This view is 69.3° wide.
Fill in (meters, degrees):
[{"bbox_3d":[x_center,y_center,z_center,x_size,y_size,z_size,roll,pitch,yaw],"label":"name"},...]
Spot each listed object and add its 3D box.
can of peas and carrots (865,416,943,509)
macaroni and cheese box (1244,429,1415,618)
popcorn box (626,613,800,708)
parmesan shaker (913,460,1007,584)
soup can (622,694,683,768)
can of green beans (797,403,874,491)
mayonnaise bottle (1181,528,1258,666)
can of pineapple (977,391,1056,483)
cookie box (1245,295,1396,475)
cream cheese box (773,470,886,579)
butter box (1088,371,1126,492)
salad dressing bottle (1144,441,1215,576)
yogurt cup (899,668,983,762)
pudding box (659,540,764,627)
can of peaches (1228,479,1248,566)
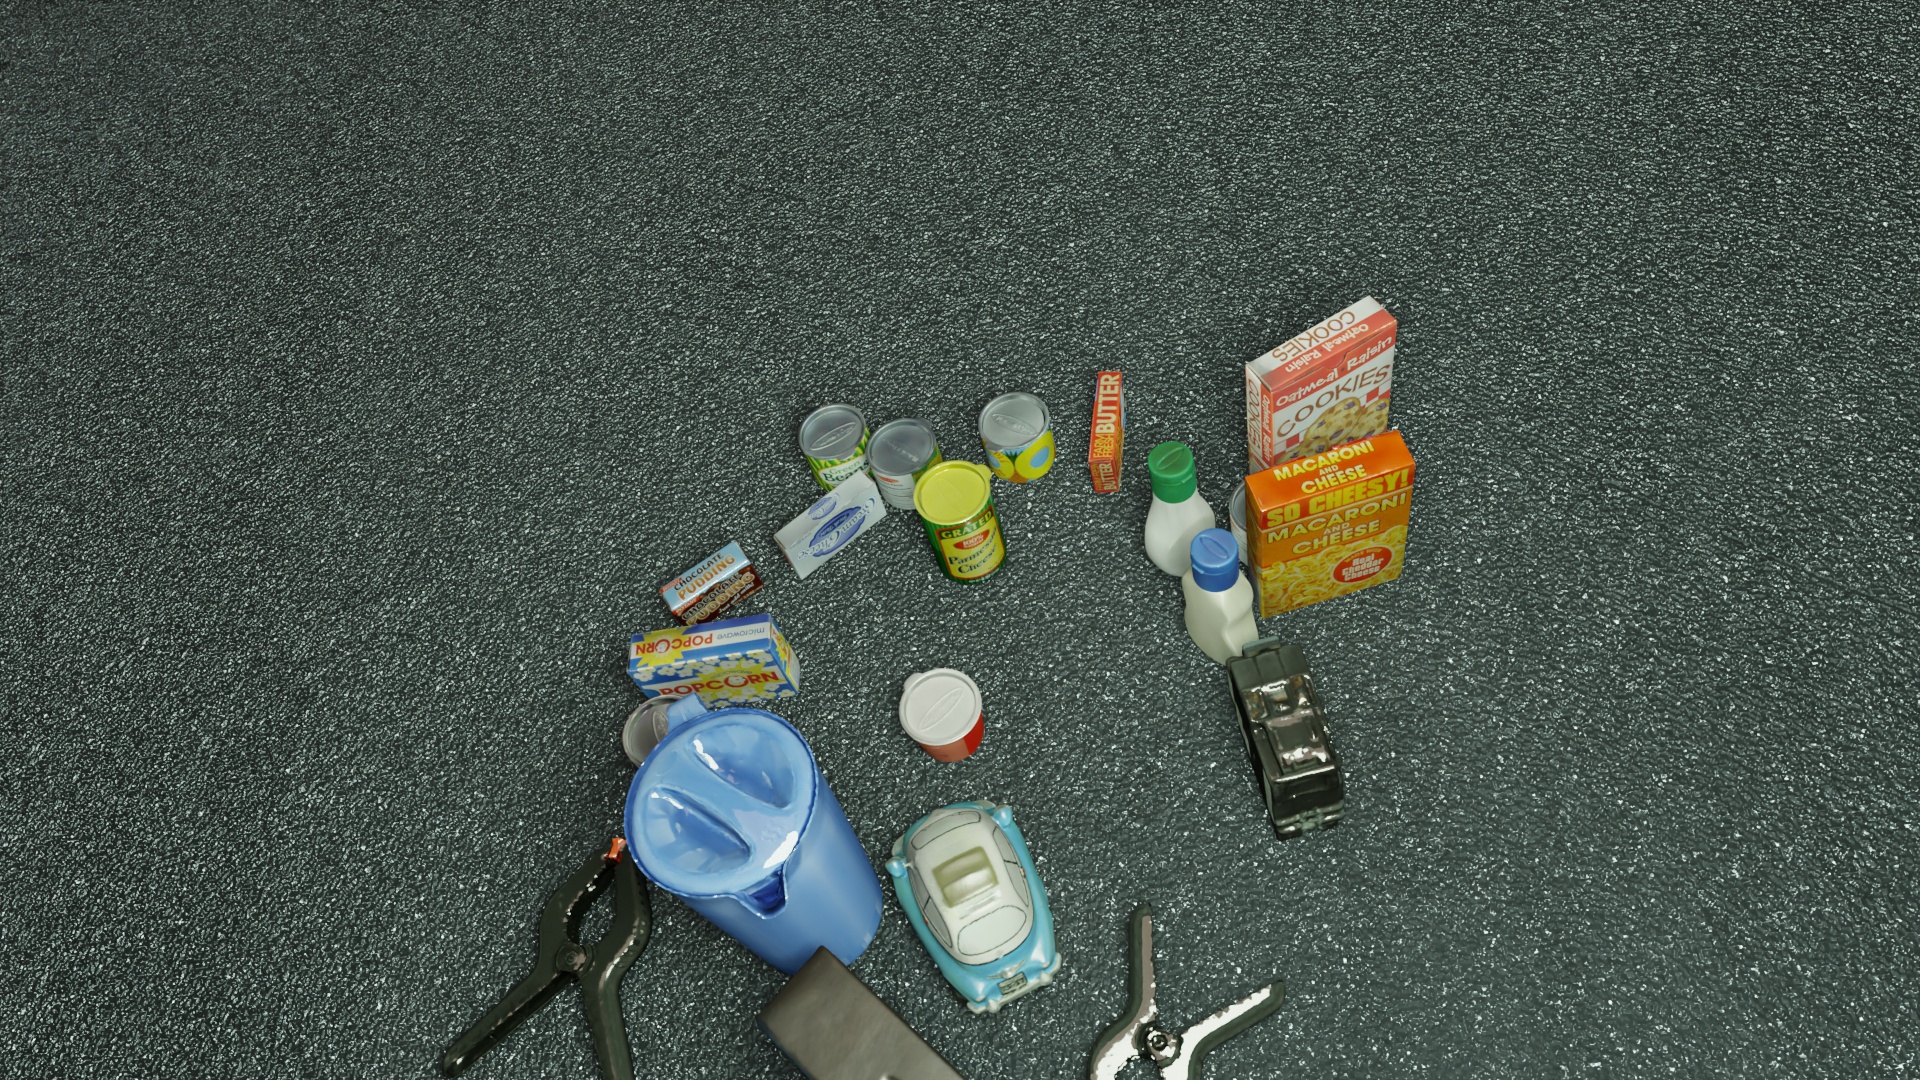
[{"bbox_3d":[-0.048,-0.073,1.295,0.071,0.058,0.071,-6,56,9],"label":"can of peas and carrots"},{"bbox_3d":[0.292,-0.010,1.111,0.124,0.165,0.040,-17,55,1],"label":"macaroni and cheese box"},{"bbox_3d":[-0.210,0.108,1.195,0.127,0.085,0.038,-9,56,7],"label":"popcorn box"},{"bbox_3d":[0.004,-0.015,1.218,0.071,0.102,0.071,-6,56,9],"label":"parmesan shaker"},{"bbox_3d":[-0.232,0.175,1.156,0.071,0.083,0.072,-6,56,9],"label":"soup can"},{"bbox_3d":[-0.115,-0.087,1.320,0.071,0.057,0.071,-6,56,9],"label":"can of green beans"},{"bbox_3d":[0.205,0.044,1.105,0.041,0.147,0.065,-40,58,-14],"label":"mayonnaise bottle"},{"bbox_3d":[0.052,-0.094,1.287,0.071,0.057,0.071,-6,56,9],"label":"can of pineapple"},{"bbox_3d":[0.305,-0.114,1.176,0.123,0.166,0.040,-30,56,-7],"label":"cookie box"},{"bbox_3d":[-0.119,-0.015,1.275,0.104,0.053,0.024,-39,57,-13],"label":"cream cheese box"},{"bbox_3d":[0.136,-0.100,1.275,0.024,0.053,0.104,0,57,13],"label":"butter box"},{"bbox_3d":[0.181,-0.026,1.157,0.064,0.147,0.044,-37,57,-12],"label":"salad dressing bottle"},{"bbox_3d":[-0.012,0.147,1.143,0.072,0.053,0.073,-6,56,9],"label":"yogurt cup"},{"bbox_3d":[-0.226,0.043,1.264,0.084,0.049,0.030,-33,56,-10],"label":"pudding box"},{"bbox_3d":[0.266,-0.015,1.186,0.071,0.057,0.071,-6,56,9],"label":"can of peaches"}]
